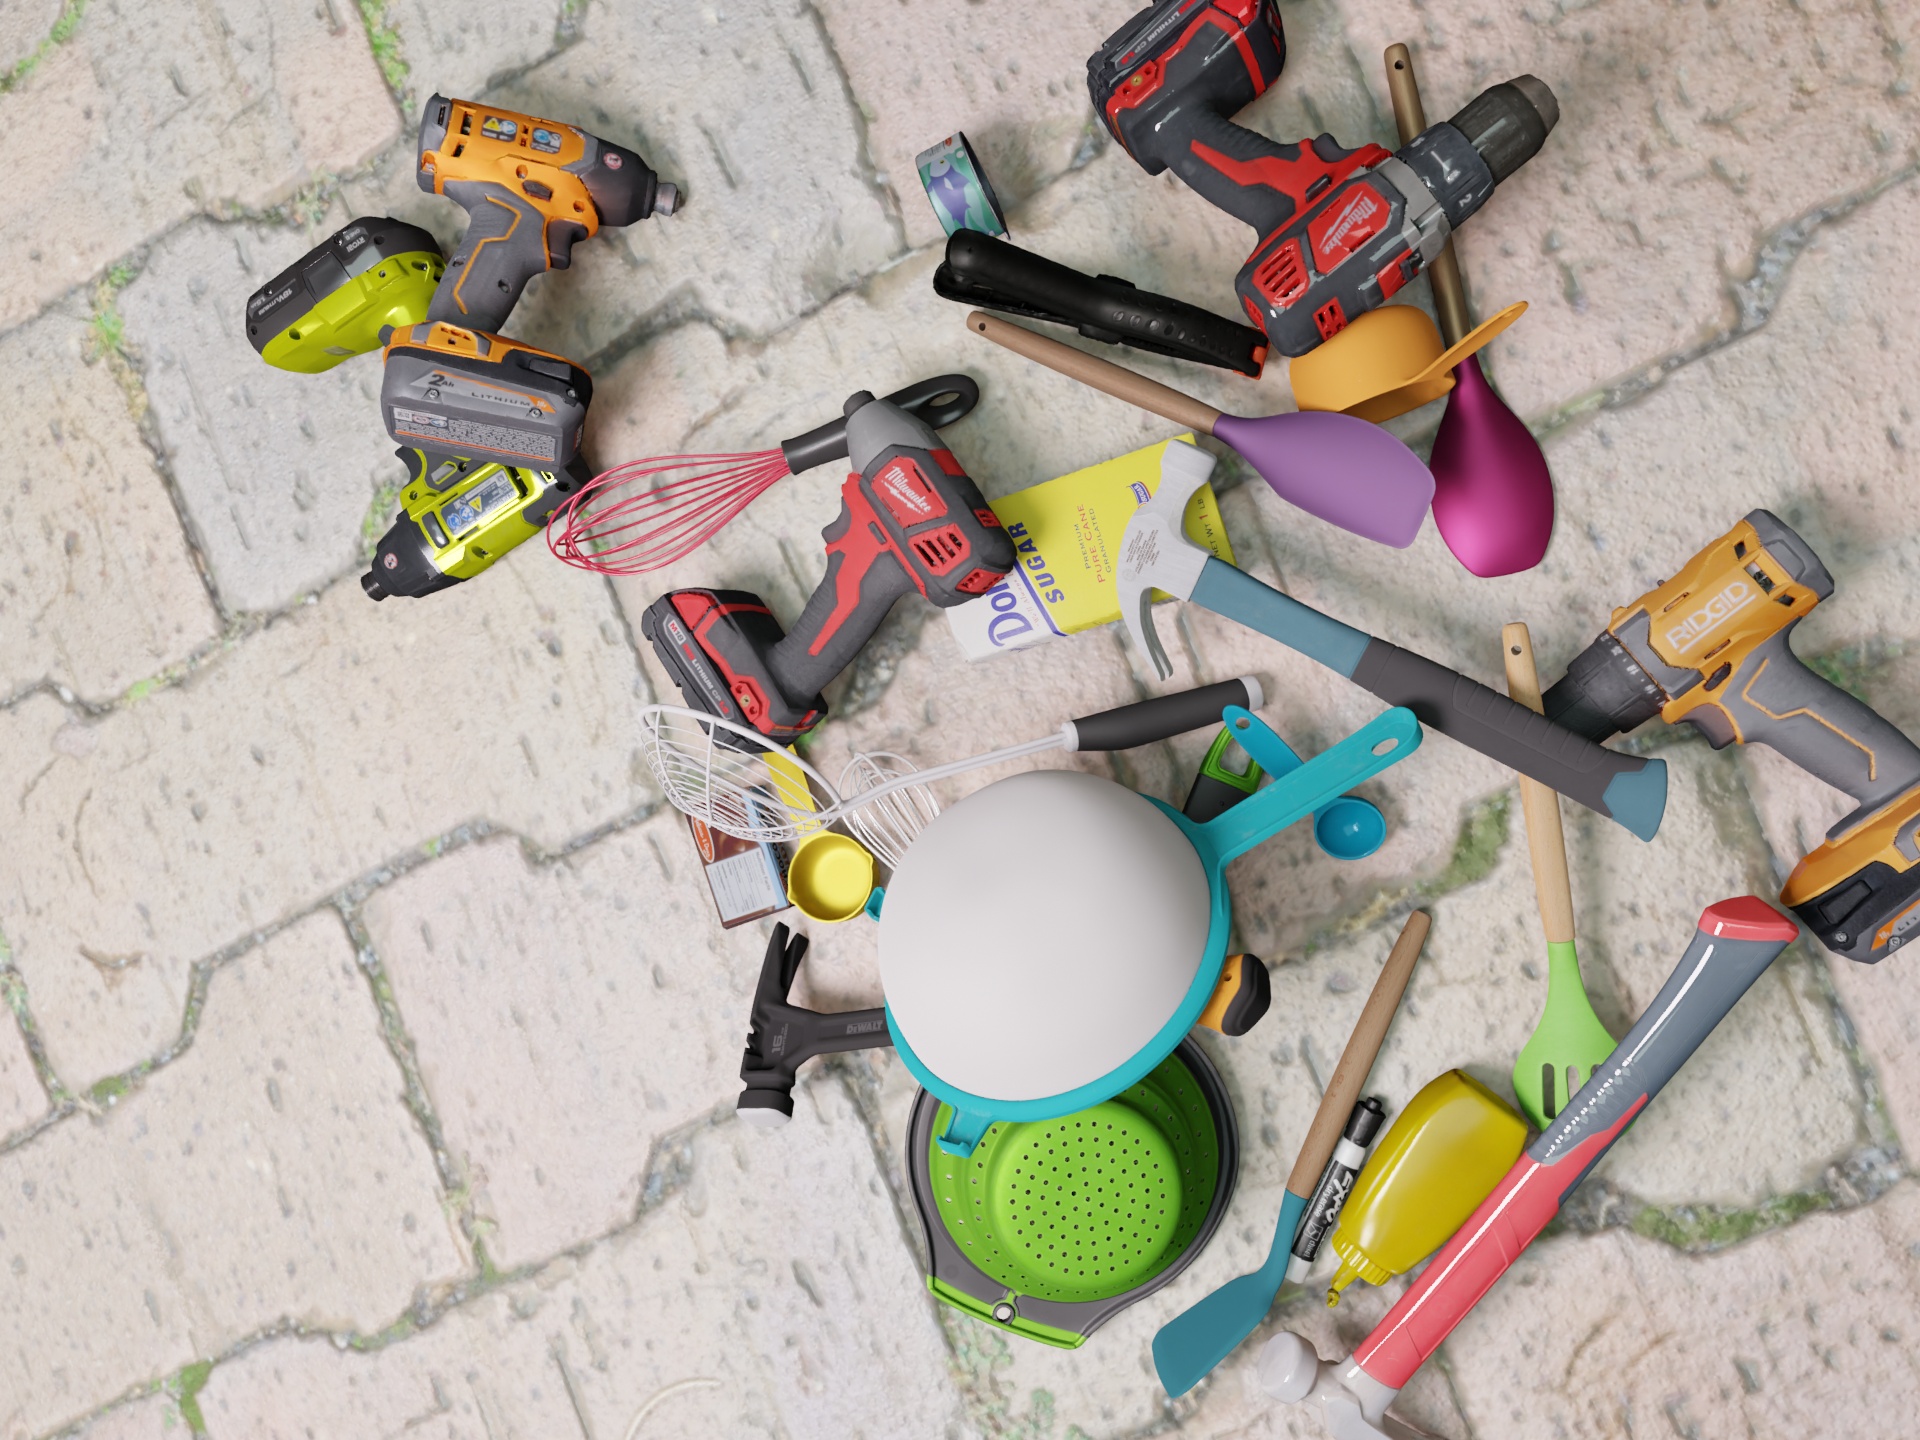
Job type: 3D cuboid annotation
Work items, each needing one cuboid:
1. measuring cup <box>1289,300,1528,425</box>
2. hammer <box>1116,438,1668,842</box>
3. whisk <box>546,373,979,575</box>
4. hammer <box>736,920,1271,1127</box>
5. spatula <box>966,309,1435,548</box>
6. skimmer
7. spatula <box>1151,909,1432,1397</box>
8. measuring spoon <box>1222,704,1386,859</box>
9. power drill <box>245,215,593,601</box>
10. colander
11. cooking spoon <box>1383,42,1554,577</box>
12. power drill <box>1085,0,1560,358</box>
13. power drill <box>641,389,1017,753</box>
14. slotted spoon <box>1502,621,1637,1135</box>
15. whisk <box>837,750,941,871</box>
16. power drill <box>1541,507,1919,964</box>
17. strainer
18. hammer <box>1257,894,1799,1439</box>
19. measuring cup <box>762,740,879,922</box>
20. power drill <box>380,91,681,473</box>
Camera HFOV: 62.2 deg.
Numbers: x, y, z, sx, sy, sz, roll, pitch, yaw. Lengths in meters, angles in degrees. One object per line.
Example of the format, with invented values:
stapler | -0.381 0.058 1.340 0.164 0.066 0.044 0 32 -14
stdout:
measuring cup | 0.247 -0.211 0.874 0.095 0.173 0.052 -15 83 -21
hammer | 0.236 -0.030 0.886 0.331 0.033 0.128 29 108 14
whisk | -0.127 -0.160 1.014 0.296 0.073 0.073 -20 87 7
hammer | 0.017 0.163 0.923 0.337 0.034 0.127 -12 55 29
spatula | 0.130 -0.184 0.929 0.316 0.018 0.059 29 115 27
skimmer | -0.001 -0.003 0.936 0.363 0.127 0.090 -14 74 -11
spatula | 0.203 0.255 0.950 0.044 0.082 0.317 24 91 -2
measuring spoon | 0.202 0.032 0.943 0.128 0.021 0.042 43 117 -11
power drill | -0.369 -0.202 1.060 0.171 0.080 0.223 -30 88 11
colander | 0.101 0.190 0.932 0.204 0.094 0.397 22 91 -3
cooking spoon | 0.288 -0.241 0.935 0.069 0.017 0.319 -12 89 14
power drill | 0.196 -0.332 0.886 0.188 0.080 0.227 -38 63 11
power drill | -0.083 -0.090 0.970 0.219 0.078 0.143 -39 76 21
slotted spoon | 0.334 0.099 0.902 0.070 0.031 0.313 -7 98 26
whisk | 0.003 0.122 0.996 0.058 0.059 0.246 -34 87 -16
power drill | 0.439 0.024 0.876 0.185 0.084 0.226 -41 78 18
strainer | 0.086 0.069 0.856 0.340 0.095 0.211 -32 41 8
hammer | 0.335 0.262 0.883 0.143 0.038 0.386 31 104 -12
measuring cup | -0.098 0.058 1.033 0.062 0.029 0.157 -27 73 10
power drill | -0.268 -0.276 0.998 0.164 0.084 0.227 9 71 -14
